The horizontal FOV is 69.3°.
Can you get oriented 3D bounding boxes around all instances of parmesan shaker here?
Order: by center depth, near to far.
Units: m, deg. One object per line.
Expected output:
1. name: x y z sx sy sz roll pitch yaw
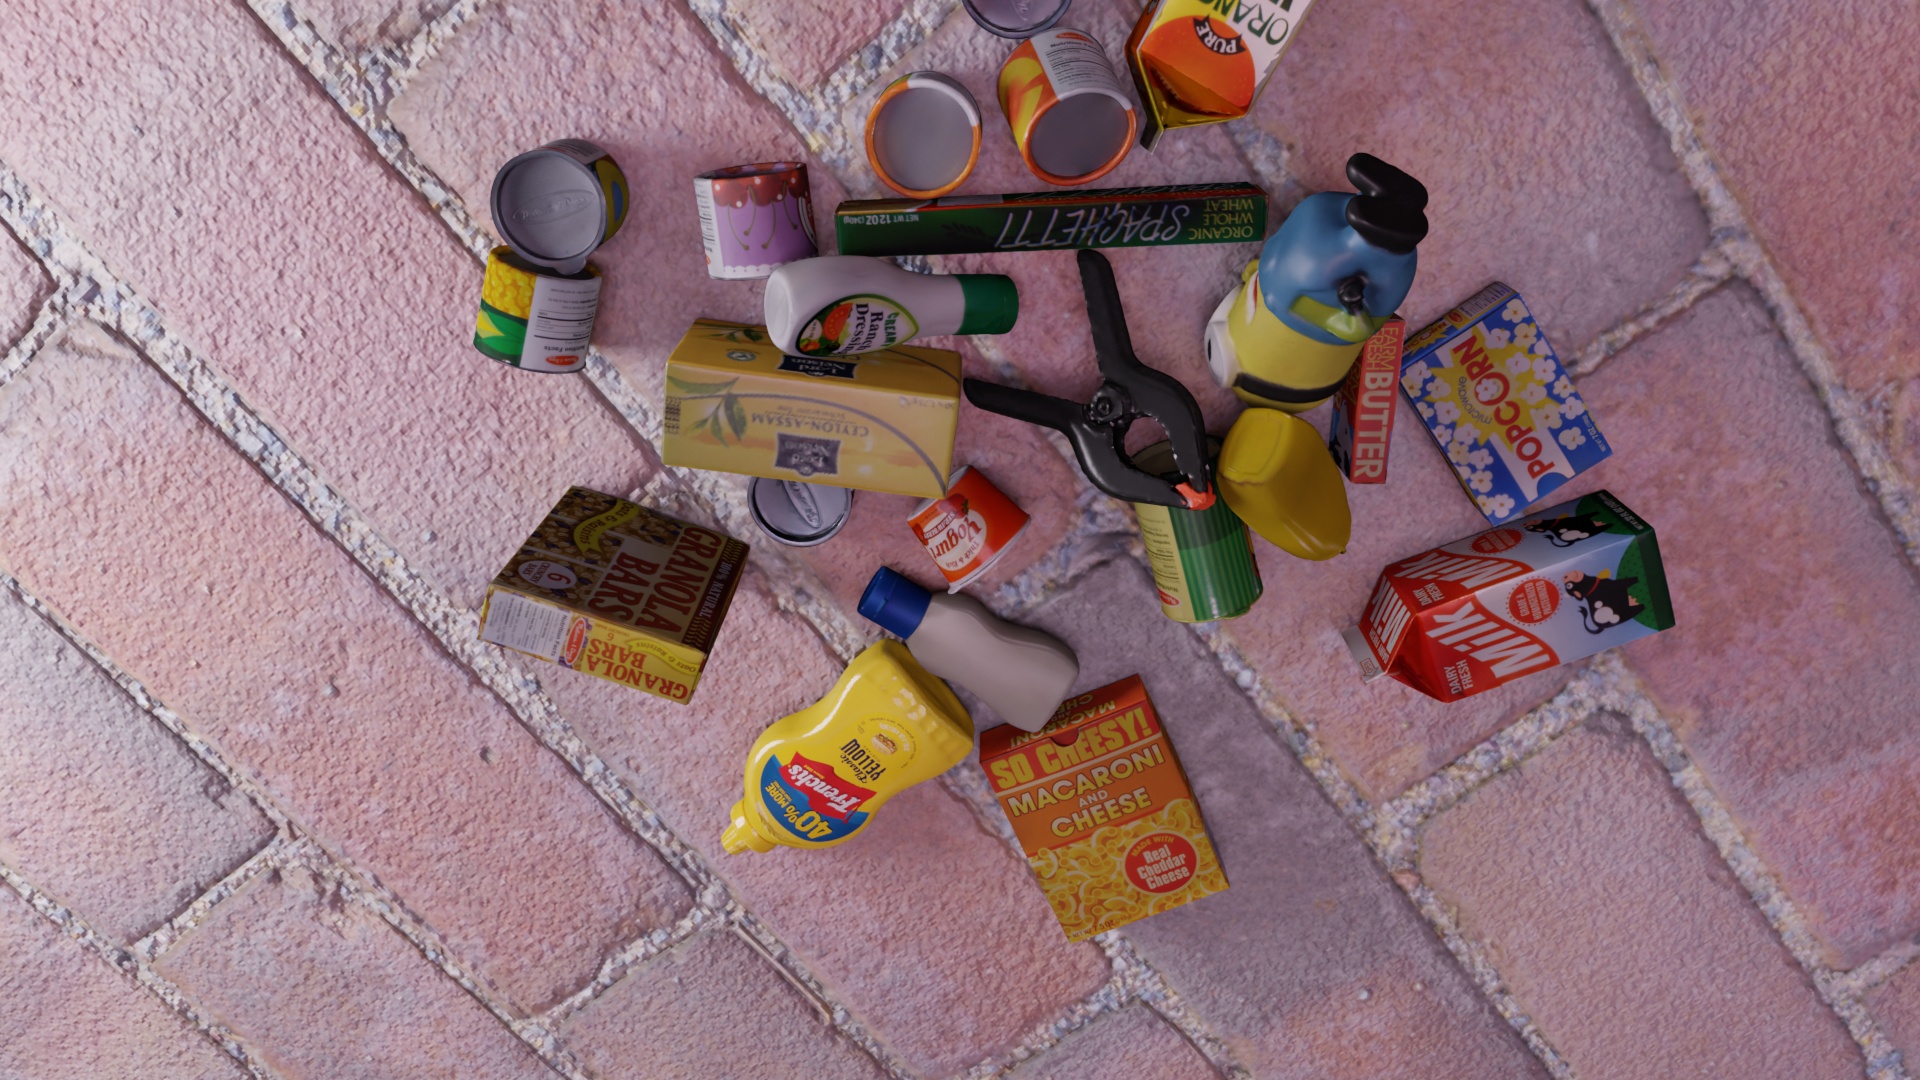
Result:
1. parmesan shaker: 0.149 -0.008 0.875 0.071 0.071 0.102 -15 111 6

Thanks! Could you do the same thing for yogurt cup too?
1. yogurt cup: 0.003 -0.011 0.880 0.072 0.072 0.054 -40 99 15

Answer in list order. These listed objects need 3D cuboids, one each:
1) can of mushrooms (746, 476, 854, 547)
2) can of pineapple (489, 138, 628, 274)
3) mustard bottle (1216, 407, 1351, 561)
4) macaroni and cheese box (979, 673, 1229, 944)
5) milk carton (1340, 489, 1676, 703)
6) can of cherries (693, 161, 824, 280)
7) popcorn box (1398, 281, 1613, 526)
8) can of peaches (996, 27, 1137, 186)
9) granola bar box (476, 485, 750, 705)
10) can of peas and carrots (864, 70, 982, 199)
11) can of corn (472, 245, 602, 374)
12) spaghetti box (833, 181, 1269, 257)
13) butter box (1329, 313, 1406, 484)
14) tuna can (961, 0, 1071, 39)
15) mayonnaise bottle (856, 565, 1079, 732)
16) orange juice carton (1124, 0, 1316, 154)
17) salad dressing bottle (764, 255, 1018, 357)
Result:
1. can of mushrooms: -0.099 -0.033 0.887 0.071 0.033 0.070 0 112 1
2. can of pineapple: -0.232 -0.196 0.809 0.071 0.058 0.070 0 112 1
3. mustard bottle: 0.208 -0.023 0.858 0.160 0.049 0.065 40 72 -50
4. macaroni and cheese box: 0.101 0.190 0.972 0.123 0.040 0.166 -22 110 8
5. milk carton: 0.344 0.043 0.893 0.190 0.072 0.073 -20 111 9
6. can of cherries: -0.115 -0.187 0.808 0.071 0.072 0.058 -5 111 3
7. popcorn box: 0.331 -0.084 0.861 0.085 0.038 0.126 -34 108 12
8. can of peaches: 0.059 -0.239 0.776 0.071 0.058 0.071 -11 143 -9
9. granola bar box: -0.203 0.028 0.841 0.124 0.166 0.039 19 110 -7
10. can of peas and carrots: -0.021 -0.230 0.793 0.071 0.059 0.070 0 112 1
11. can of corn: -0.254 -0.139 0.829 0.071 0.071 0.058 16 111 -6
12. spaghetti box: 0.053 -0.188 0.814 0.250 0.050 0.028 -2 112 1
13. butter box: 0.248 -0.091 0.850 0.024 0.053 0.103 0 112 -1
14. tuna can: 0.033 -0.315 0.772 0.071 0.033 0.070 0 112 0
15. mayonnaise bottle: 0.003 0.068 0.924 0.148 0.041 0.064 31 106 -10
16. orange juice carton: 0.150 -0.300 0.756 0.073 0.072 0.192 27 110 -10
17. salad dressing bottle: -0.038 -0.136 0.809 0.148 0.044 0.064 -7 147 -27
